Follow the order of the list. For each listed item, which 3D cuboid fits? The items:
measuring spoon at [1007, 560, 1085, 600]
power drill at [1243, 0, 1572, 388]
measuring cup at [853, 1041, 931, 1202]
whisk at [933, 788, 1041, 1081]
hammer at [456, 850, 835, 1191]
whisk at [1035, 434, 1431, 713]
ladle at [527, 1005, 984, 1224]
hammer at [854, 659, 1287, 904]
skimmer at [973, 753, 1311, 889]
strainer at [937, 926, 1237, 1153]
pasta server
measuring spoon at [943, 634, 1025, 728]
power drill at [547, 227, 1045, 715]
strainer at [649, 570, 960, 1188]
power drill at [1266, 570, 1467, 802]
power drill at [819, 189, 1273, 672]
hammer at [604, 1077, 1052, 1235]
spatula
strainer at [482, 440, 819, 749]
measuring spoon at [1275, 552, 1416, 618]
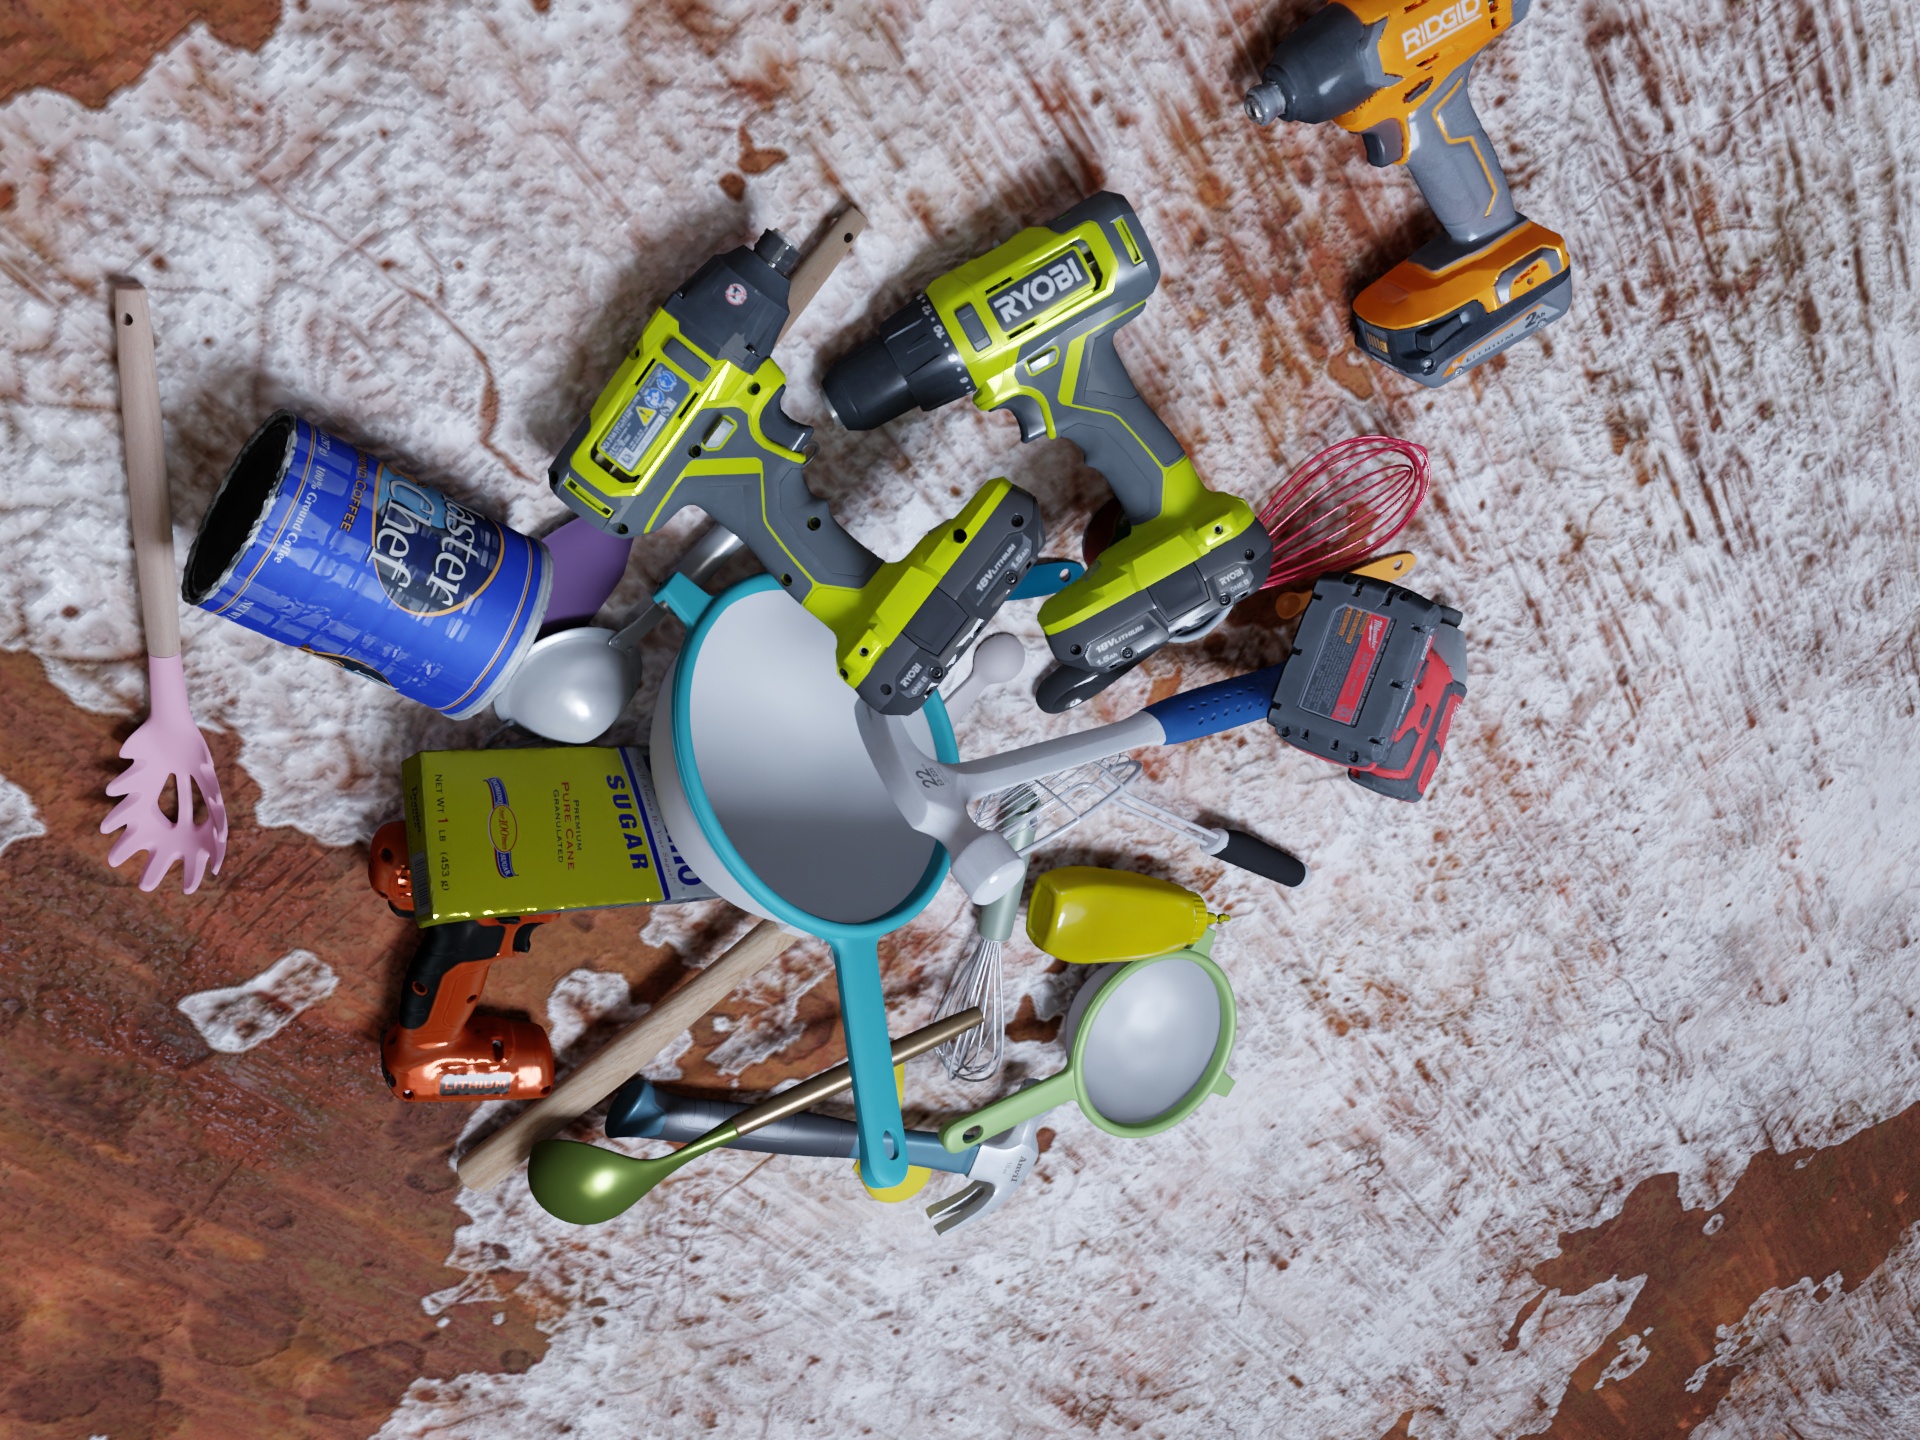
[{"bbox_3d":[0.020,-0.084,0.984,0.128,0.021,0.042,-12,112,-30],"label":"measuring spoon"},{"bbox_3d":[0.256,-0.310,0.906,0.164,0.084,0.226,-30,125,-4],"label":"power drill"},{"bbox_3d":[-0.048,0.306,1.198,0.062,0.029,0.156,-12,127,-19],"label":"measuring cup"},{"bbox_3d":[0.022,0.156,1.127,0.058,0.059,0.246,-30,138,-56],"label":"whisk"},{"bbox_3d":[-0.198,0.202,1.038,0.331,0.031,0.130,-39,152,9],"label":"hammer"},{"bbox_3d":[0.173,-0.091,1.027,0.296,0.073,0.073,-34,130,6],"label":"whisk"},{"bbox_3d":[-0.133,0.253,1.072,0.320,0.062,0.078,-22,148,-18],"label":"ladle"},{"bbox_3d":[0.106,0.001,0.973,0.405,0.144,0.035,-14,147,-45],"label":"hammer"},{"bbox_3d":[0.146,0.095,1.094,0.127,0.090,0.363,-30,144,32],"label":"skimmer"},{"bbox_3d":[0.086,0.251,1.186,0.256,0.069,0.151,-20,112,-23],"label":"strainer"},{"bbox_3d":[-0.396,-0.055,0.782,0.060,0.040,0.316,6,119,-9],"label":"pasta server"},{"bbox_3d":[-0.002,-0.003,1.022,0.034,0.018,0.124,32,105,-38],"label":"measuring spoon"},{"bbox_3d":[-0.072,-0.123,0.806,0.223,0.080,0.171,37,101,-5],"label":"power drill"},{"bbox_3d":[-0.091,0.089,0.890,0.095,0.340,0.211,-20,164,39],"label":"strainer"},{"bbox_3d":[0.290,-0.025,1.071,0.219,0.079,0.143,17,94,-61],"label":"power drill"},{"bbox_3d":[0.051,-0.146,0.871,0.190,0.080,0.228,-29,101,5],"label":"power drill"},{"bbox_3d":[-0.092,0.300,1.151,0.330,0.033,0.128,15,104,-26],"label":"hammer"},{"bbox_3d":[-0.155,-0.147,0.851,0.316,0.018,0.059,-48,135,11],"label":"spatula"},{"bbox_3d":[-0.169,-0.062,0.889,0.258,0.050,0.086,-46,145,4],"label":"strainer"},{"bbox_3d":[0.265,-0.096,1.099,0.117,0.011,0.021,-20,127,-18],"label":"measuring spoon"}]
